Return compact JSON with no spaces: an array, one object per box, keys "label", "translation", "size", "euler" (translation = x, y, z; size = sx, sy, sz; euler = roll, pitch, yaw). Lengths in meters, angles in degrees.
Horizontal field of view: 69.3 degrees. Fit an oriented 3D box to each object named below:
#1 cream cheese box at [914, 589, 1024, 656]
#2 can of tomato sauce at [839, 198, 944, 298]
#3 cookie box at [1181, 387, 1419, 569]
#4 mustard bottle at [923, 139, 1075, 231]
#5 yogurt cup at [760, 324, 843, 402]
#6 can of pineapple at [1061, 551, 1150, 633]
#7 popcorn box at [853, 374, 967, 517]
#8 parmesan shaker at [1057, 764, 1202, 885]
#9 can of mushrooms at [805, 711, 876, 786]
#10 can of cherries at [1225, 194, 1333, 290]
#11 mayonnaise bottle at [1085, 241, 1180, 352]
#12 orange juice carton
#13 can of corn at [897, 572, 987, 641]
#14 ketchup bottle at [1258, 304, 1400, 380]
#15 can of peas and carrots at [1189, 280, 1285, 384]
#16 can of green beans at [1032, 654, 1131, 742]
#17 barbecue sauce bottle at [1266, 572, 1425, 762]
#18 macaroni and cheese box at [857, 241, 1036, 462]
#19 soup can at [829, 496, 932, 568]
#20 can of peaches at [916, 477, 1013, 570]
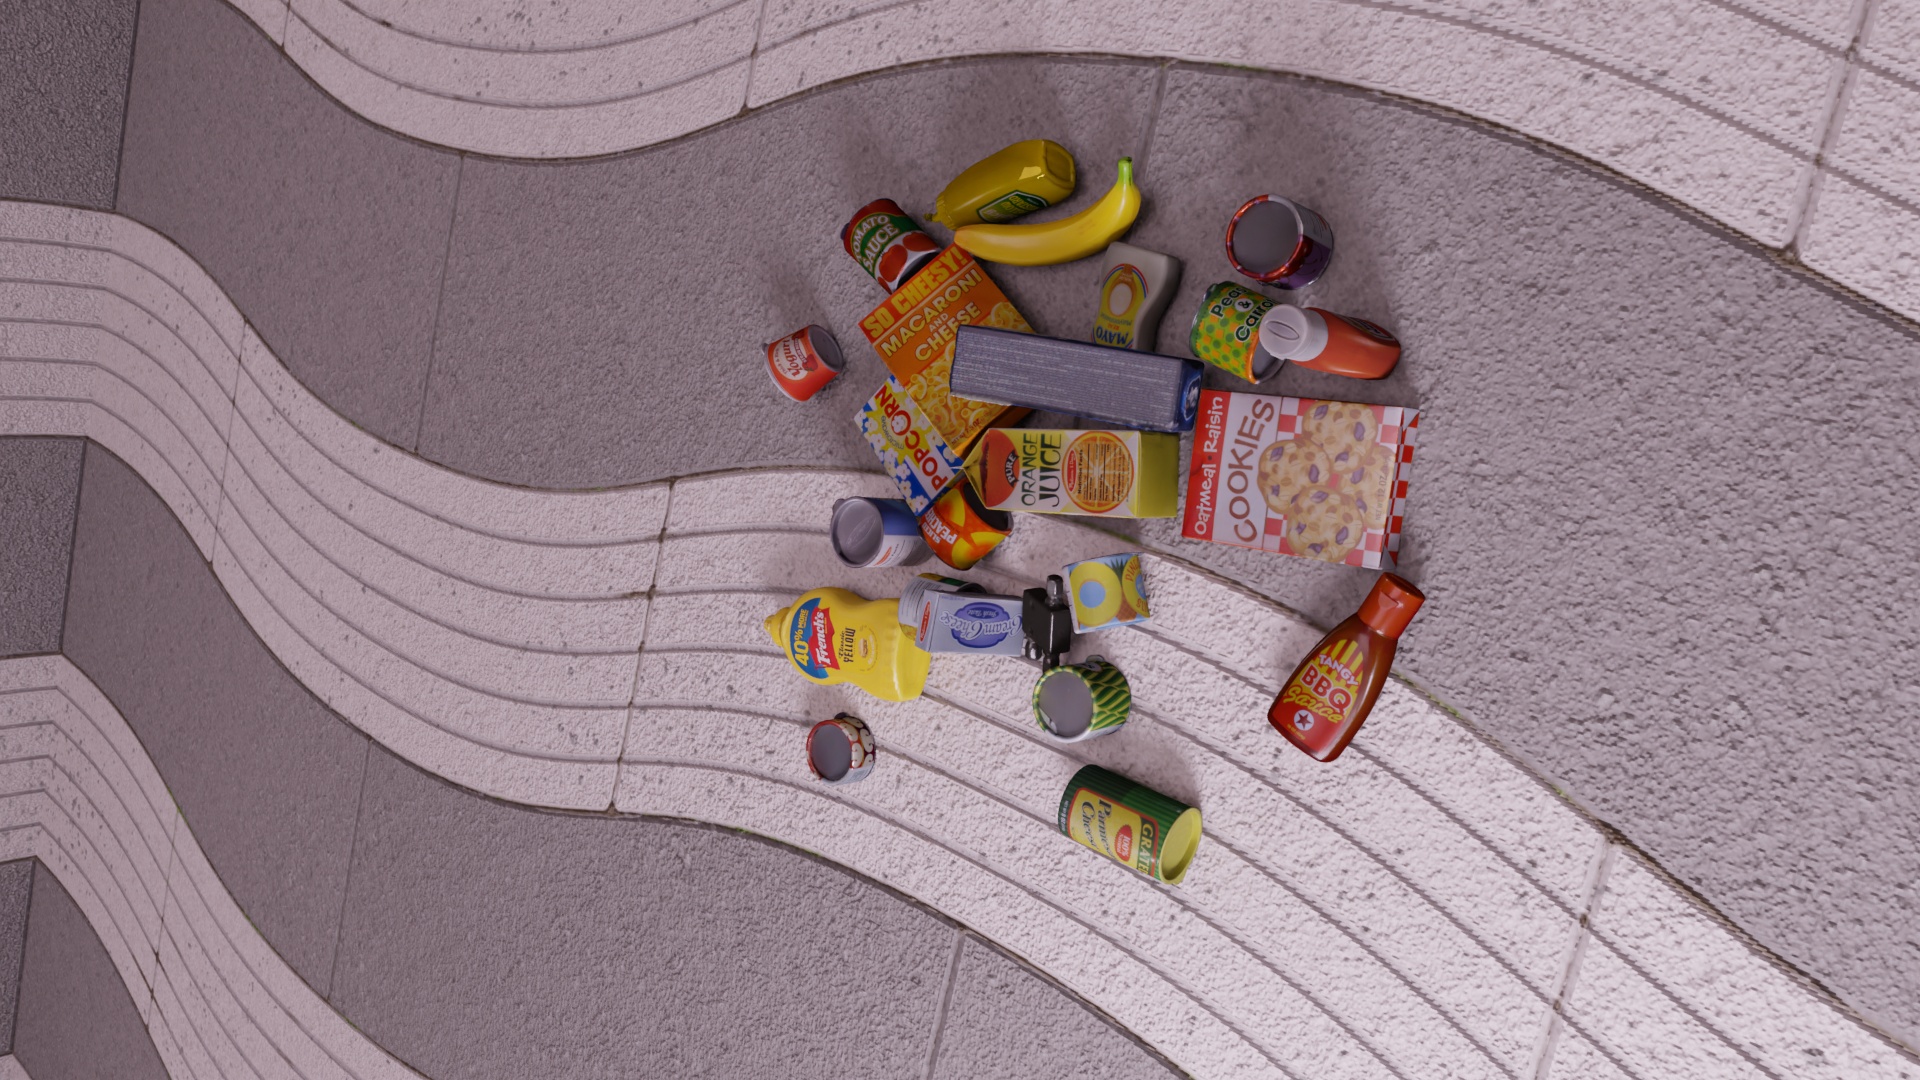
[{"label":"cream cheese box","translation":[0.012,0.073,1.231],"size":[0.024,0.104,0.053],"euler":[20,101,55]},{"label":"can of tomato sauce","translation":[-0.062,-0.272,1.308],"size":[0.083,0.071,0.071],"euler":[48,116,26]},{"label":"cookie box","translation":[0.261,-0.051,1.085],"size":[0.167,0.040,0.122],"euler":[11,96,36]},{"label":"mustard bottle","translation":[0.027,-0.311,1.250],"size":[0.160,0.065,0.049],"euler":[-13,73,41]},{"label":"yogurt cup","translation":[-0.154,-0.179,1.382],"size":[0.054,0.072,0.072],"euler":[-29,73,25]},{"label":"can of pineapple","translation":[0.125,0.044,1.171],"size":[0.071,0.071,0.058],"euler":[-16,81,36]},{"label":"popcorn box","translation":[-0.036,-0.096,1.308],"size":[0.085,0.038,0.127],"euler":[-45,65,28]},{"label":"parmesan shaker","translation":[0.140,0.238,1.158],"size":[0.103,0.071,0.071],"euler":[18,101,36]},{"label":"can of mushrooms","translation":[-0.120,0.206,1.371],"size":[0.071,0.033,0.071],"euler":[1,91,37]},{"label":"can of cherries","translation":[0.247,-0.230,1.085],"size":[0.071,0.058,0.071],"euler":[0,89,36]},{"label":"mayonnaise bottle","translation":[0.137,-0.174,1.178],"size":[0.065,0.041,0.147],"euler":[22,103,31]},{"label":"orange juice carton","translation":[0.087,-0.059,1.195],"size":[0.192,0.072,0.073],"euler":[4,94,36]},{"label":"can of corn","translation":[-0.014,0.067,1.274],"size":[0.058,0.071,0.071],"euler":[12,97,40]},{"label":"ketchup bottle","translation":[0.266,-0.146,1.015],"size":[0.065,0.149,0.043],"euler":[32,110,32]},{"label":"can of peas and carrots","translation":[0.223,-0.166,1.096],"size":[0.059,0.071,0.070],"euler":[32,108,32]},{"label":"can of green beans","translation":[0.104,0.138,1.190],"size":[0.071,0.058,0.071],"euler":[0,90,37]},{"label":"barbecue sauce bottle","translation":[0.297,0.094,1.056],"size":[0.065,0.044,0.148],"euler":[41,112,31]},{"label":"macaroni and cheese box","translation":[0.001,-0.171,1.256],"size":[0.123,0.040,0.167],"euler":[-39,65,6]},{"label":"soup can","translation":[-0.072,-0.010,1.306],"size":[0.071,0.084,0.071],"euler":[0,90,37]},{"label":"can of peaches","translation":[0.004,-0.016,1.257],"size":[0.058,0.071,0.071],"euler":[-42,67,28]}]
